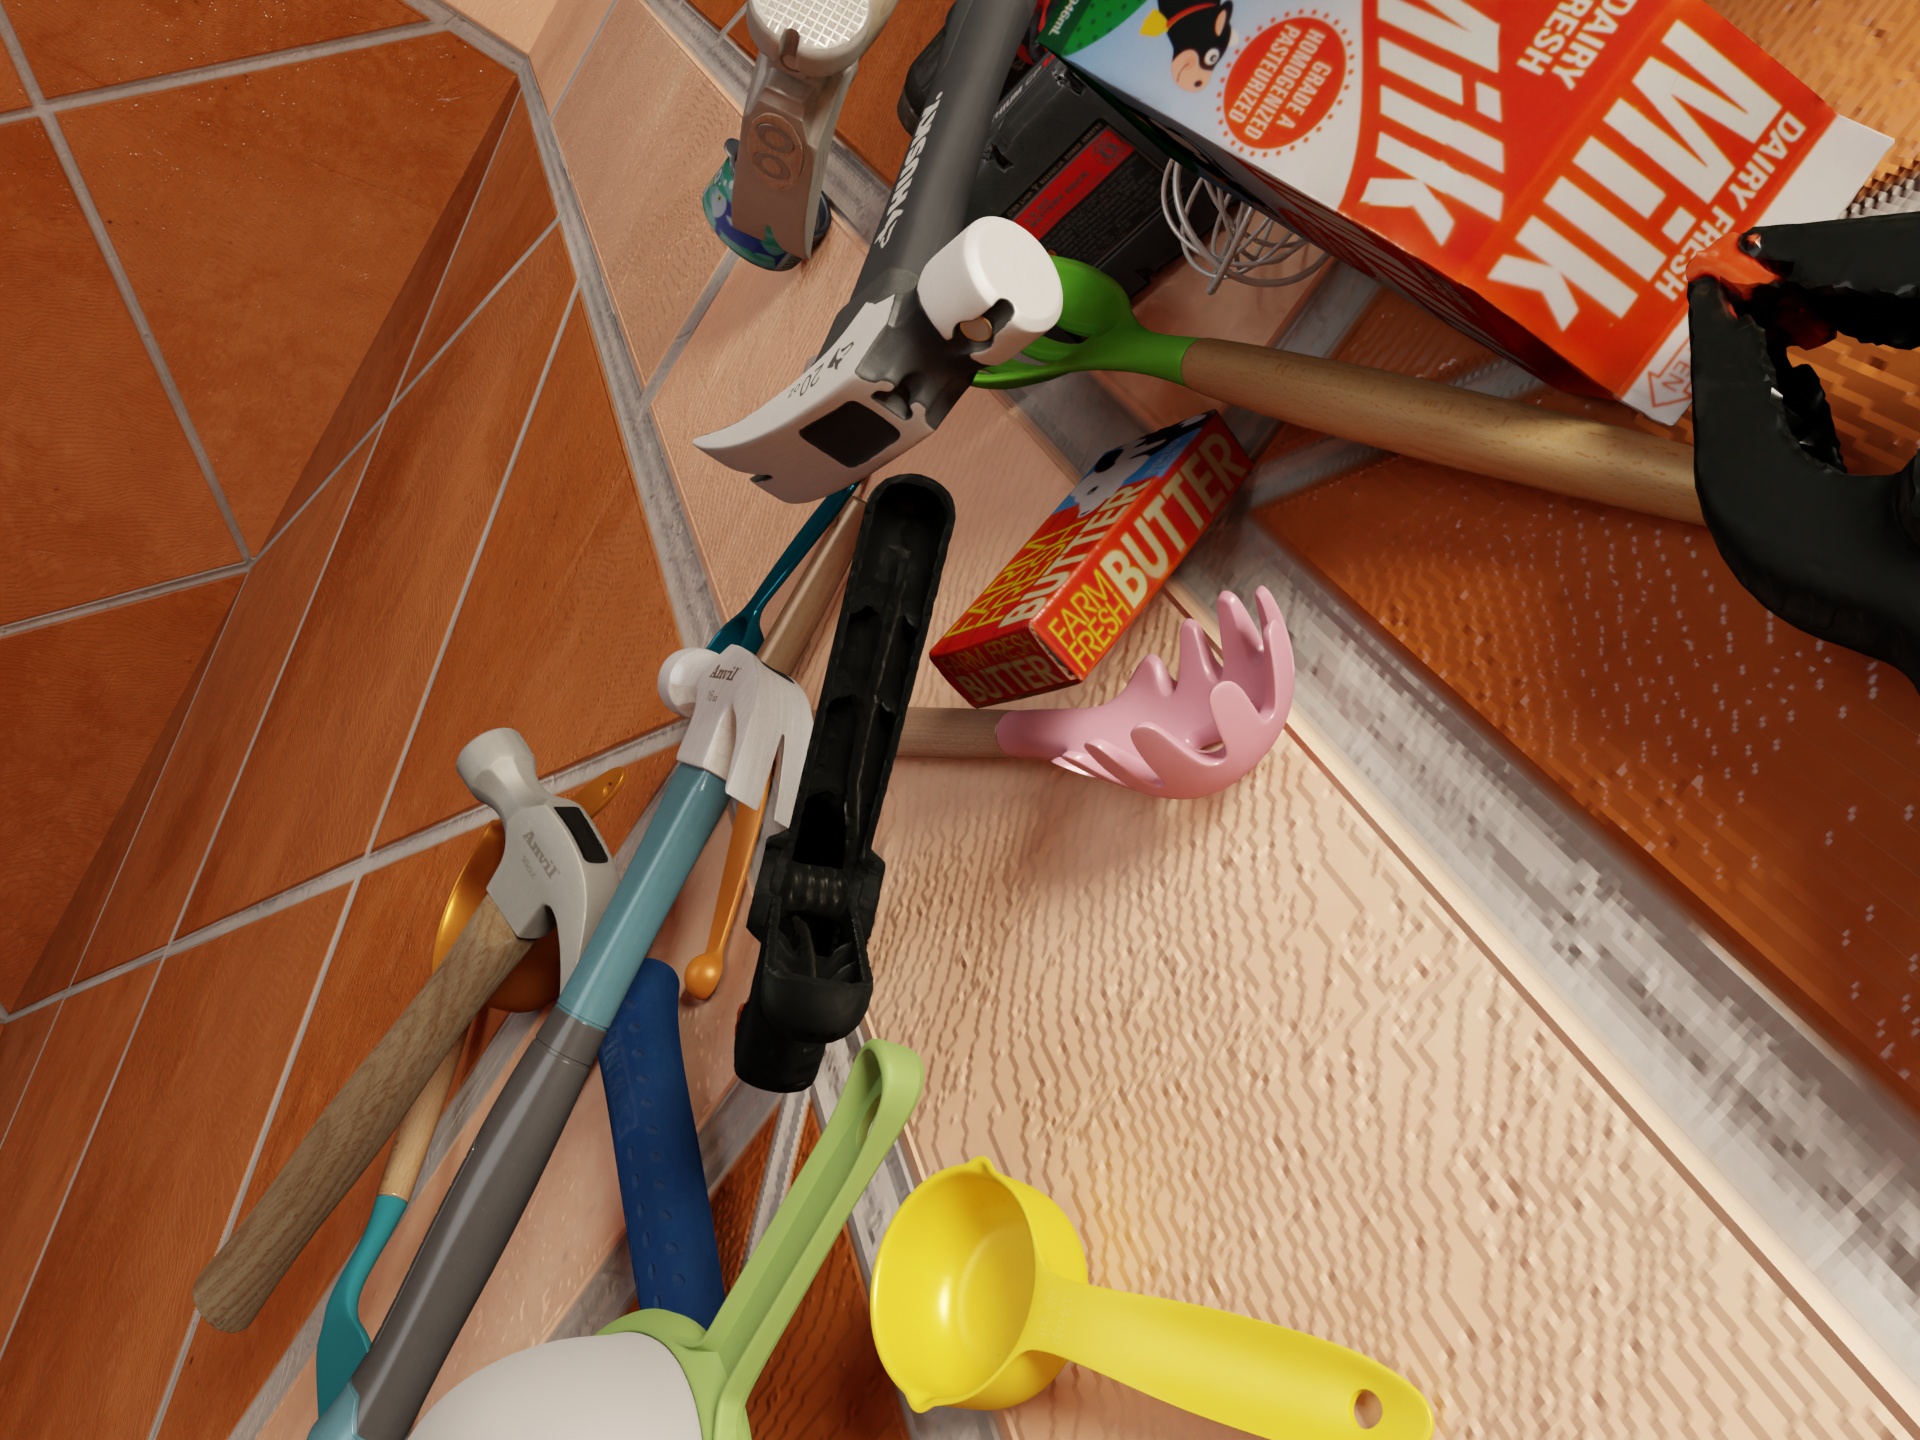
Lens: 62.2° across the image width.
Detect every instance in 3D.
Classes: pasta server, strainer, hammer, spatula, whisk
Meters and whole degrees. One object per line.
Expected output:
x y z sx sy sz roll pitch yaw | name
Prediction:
-0.001 -0.002 0.522 0.060 0.040 0.316 -46 22 -22 | pasta server
-0.097 0.187 0.421 0.256 0.069 0.152 -60 30 9 | strainer
0.002 -0.212 0.519 0.146 0.035 0.335 -27 40 47 | hammer
-0.262 0.215 0.783 0.082 0.044 0.318 -35 36 41 | spatula
0.010 -0.369 0.608 0.146 0.038 0.411 130 164 -72 | hammer
-0.147 0.122 0.587 0.128 0.033 0.331 9 70 59 | hammer
-0.081 0.218 0.479 0.144 0.035 0.406 -54 31 16 | hammer
0.124 -0.239 0.504 0.059 0.058 0.246 114 179 -76 | whisk
-0.257 0.166 0.714 0.331 0.031 0.130 -50 64 19 | hammer
-0.119 0.042 0.693 0.316 0.018 0.060 -60 25 9 | spatula

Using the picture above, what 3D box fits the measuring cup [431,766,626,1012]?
-0.183 0.075 0.737 0.173 0.052 0.095 -38 39 35 | measuring cup

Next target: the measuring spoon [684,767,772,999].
-0.095 0.057 0.649 0.021 0.011 0.117 -23 48 49 | measuring spoon

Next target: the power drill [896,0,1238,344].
0.033 -0.251 0.628 0.188 0.080 0.227 -35 38 41 | power drill

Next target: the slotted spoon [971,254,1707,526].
0.081 -0.093 0.439 0.070 0.031 0.314 -35 35 -17 | slotted spoon

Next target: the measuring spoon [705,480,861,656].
-0.074 -0.060 0.711 0.128 0.021 0.042 -53 26 0 | measuring spoon

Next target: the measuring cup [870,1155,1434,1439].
0.041 0.142 0.365 0.156 0.029 0.062 -2 65 44 | measuring cup

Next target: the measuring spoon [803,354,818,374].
-0.068 -0.152 0.764 0.034 0.018 0.124 -52 31 20 | measuring spoon
